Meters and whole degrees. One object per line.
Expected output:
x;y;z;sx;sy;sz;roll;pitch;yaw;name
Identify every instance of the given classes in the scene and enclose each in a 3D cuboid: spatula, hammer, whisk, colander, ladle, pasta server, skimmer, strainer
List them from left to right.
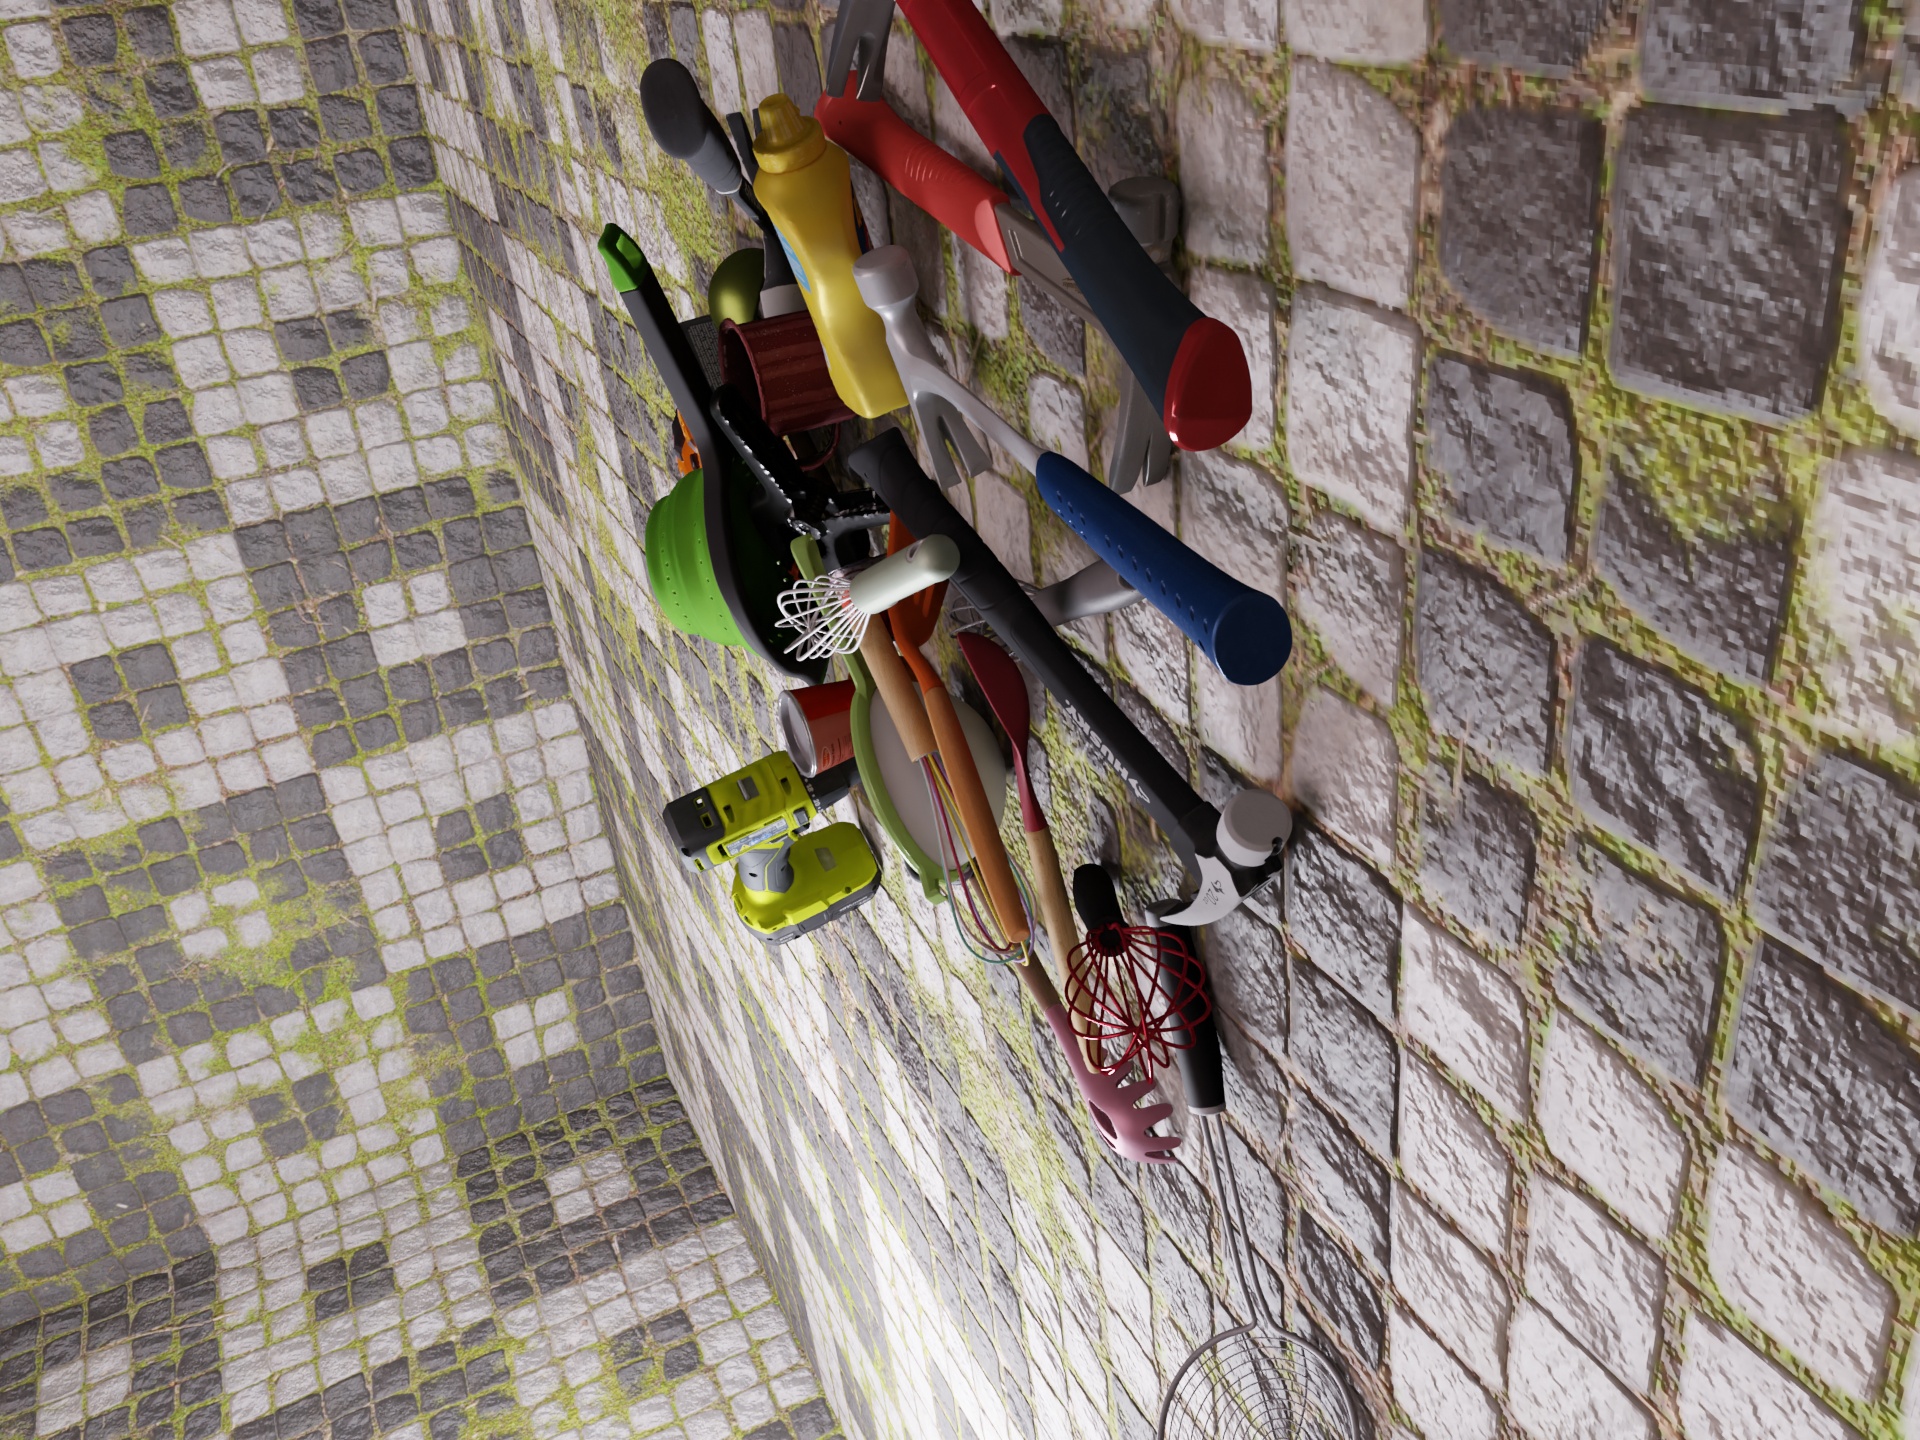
-0.206;-0.183;1.185;0.205;0.094;0.396;-84;-21;-43;colander
-0.141;-0.338;0.975;0.409;0.036;0.149;-87;-14;-82;hammer
-0.109;-0.212;1.215;0.320;0.062;0.078;64;162;3;ladle
-0.054;-0.071;0.913;0.059;0.058;0.246;39;161;-14;whisk
-0.031;-0.016;1.064;0.256;0.069;0.151;64;-161;-13;strainer
-0.013;0.043;0.998;0.245;0.051;0.047;65;-163;10;whisk
-0.002;-0.003;0.956;0.080;0.041;0.323;50;-165;-47;spatula
0.009;-0.262;0.847;0.359;0.036;0.149;51;151;45;hammer
0.024;-0.248;0.718;0.387;0.038;0.143;66;147;33;hammer
0.051;0.087;0.964;0.069;0.031;0.315;-101;-4;-66;ladle
0.045;-0.032;0.842;0.335;0.035;0.146;51;162;20;hammer
0.061;0.181;1.113;0.317;0.040;0.060;-121;23;-43;pasta server
0.043;-0.120;0.782;0.406;0.035;0.143;53;168;54;hammer
0.052;-0.068;0.894;0.239;0.055;0.055;-13;95;66;whisk
0.083;0.121;0.857;0.296;0.073;0.073;-96;-9;-82;whisk
0.140;0.286;0.894;0.127;0.090;0.363;-9;97;37;skimmer

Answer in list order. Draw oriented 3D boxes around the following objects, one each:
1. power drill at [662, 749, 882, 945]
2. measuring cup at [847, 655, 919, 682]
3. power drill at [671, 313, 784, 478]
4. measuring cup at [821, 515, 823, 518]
-0.140;0.098;1.387;0.080;0.190;0.228;60;172;29;power drill
-0.059;-0.007;1.230;0.174;0.052;0.095;-172;65;-70;measuring cup
-0.213;-0.259;1.381;0.226;0.084;0.164;117;132;-68;power drill
-0.097;-0.142;1.266;0.062;0.029;0.157;127;135;-66;measuring cup
